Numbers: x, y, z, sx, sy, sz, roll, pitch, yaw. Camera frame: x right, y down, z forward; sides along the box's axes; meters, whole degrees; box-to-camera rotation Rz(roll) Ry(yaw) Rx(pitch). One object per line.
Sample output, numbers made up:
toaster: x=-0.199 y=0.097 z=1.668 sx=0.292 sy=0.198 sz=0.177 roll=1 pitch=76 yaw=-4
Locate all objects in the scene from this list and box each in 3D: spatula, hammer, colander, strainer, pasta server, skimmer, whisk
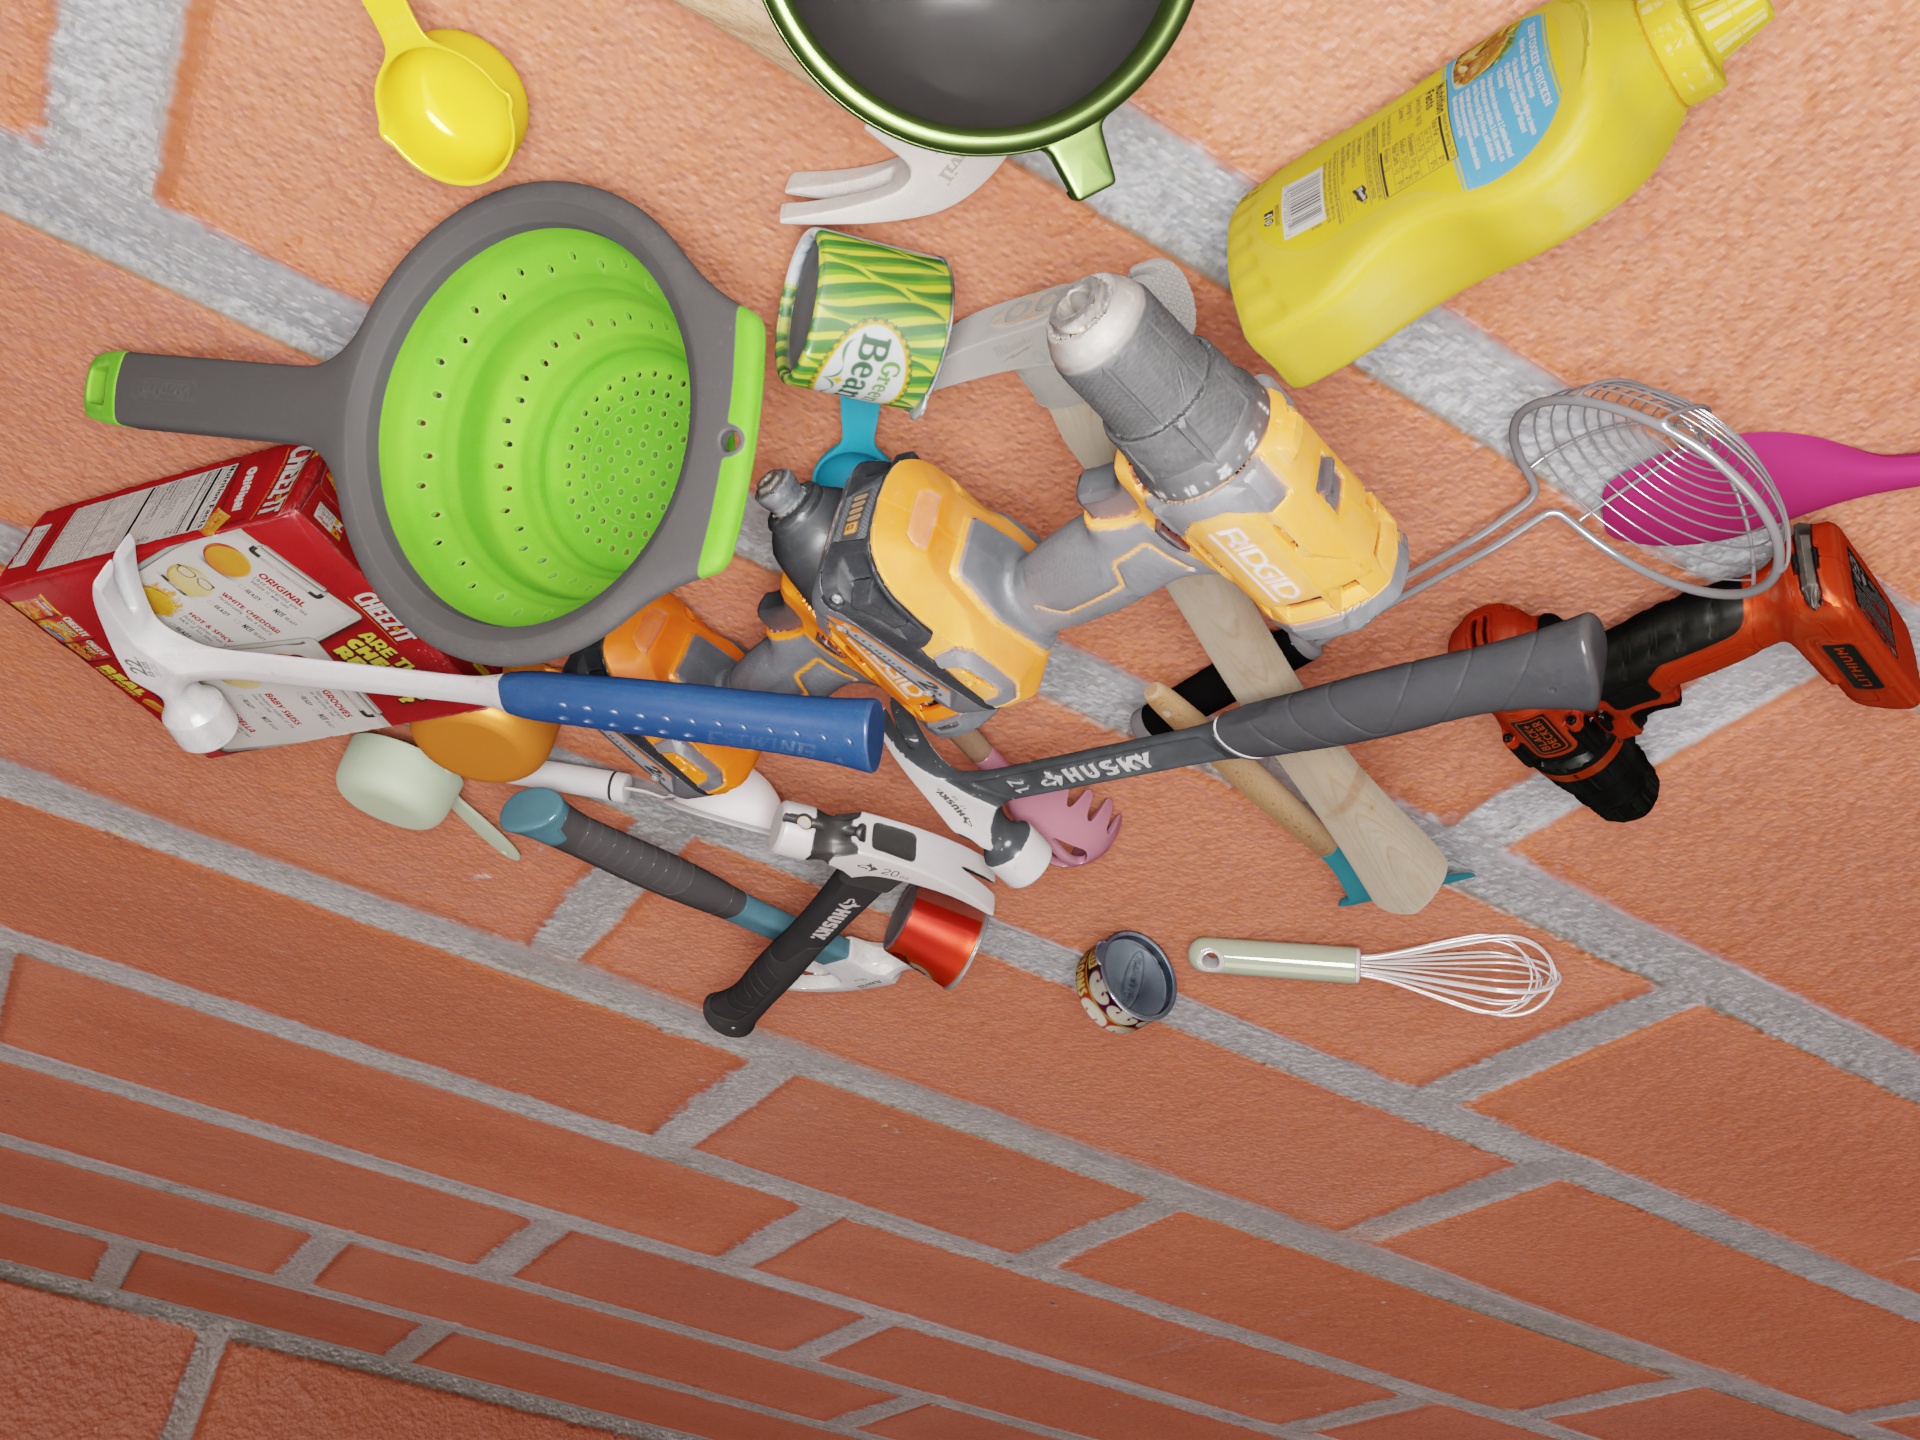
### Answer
spatula: x=0.198 y=0.052 z=0.923 sx=0.082 sy=0.044 sz=0.317 roll=-19 pitch=139 yaw=35
hammer: x=0.120 y=0.006 z=0.782 sx=0.409 sy=0.036 sz=0.149 roll=-15 pitch=128 yaw=46
hammer: x=-0.100 y=0.148 z=1.056 sx=0.146 sy=0.035 sz=0.334 roll=15 pitch=147 yaw=-19
colander: x=-0.241 y=-0.135 z=0.738 sx=0.397 sy=0.204 sz=0.094 roll=9 pitch=-179 yaw=25
strainer: x=-0.209 y=0.042 z=1.010 sx=0.258 sy=0.050 sz=0.087 roll=9 pitch=178 yaw=9
pasta server: x=-0.001 y=-0.003 z=0.925 sx=0.060 sy=0.040 sz=0.315 roll=-18 pitch=132 yaw=31
hammer: x=-0.164 y=0.120 z=1.081 sx=0.128 sy=0.033 sz=0.330 roll=-22 pitch=141 yaw=35
strainer: x=-0.049 y=-0.274 z=0.509 sx=0.256 sy=0.069 sz=0.151 roll=14 pitch=102 yaw=-12
skimmer: x=0.209 y=-0.046 z=0.768 sx=0.127 sy=0.090 sz=0.363 roll=42 pitch=135 yaw=-18
hammer: x=0.128 y=-0.037 z=0.778 sx=0.146 sy=0.038 sz=0.410 roll=-7 pitch=134 yaw=40
hammer: x=-0.126 y=-0.286 z=0.569 sx=0.331 sy=0.031 sz=0.130 roll=25 pitch=140 yaw=-21
whisk: x=0.278 y=0.166 z=1.081 sx=0.246 sy=0.059 sz=0.057 roll=2 pitch=106 yaw=15
hammer: x=-0.240 y=-0.018 z=0.801 sx=0.405 sy=0.035 sz=0.144 roll=6 pitch=143 yaw=9

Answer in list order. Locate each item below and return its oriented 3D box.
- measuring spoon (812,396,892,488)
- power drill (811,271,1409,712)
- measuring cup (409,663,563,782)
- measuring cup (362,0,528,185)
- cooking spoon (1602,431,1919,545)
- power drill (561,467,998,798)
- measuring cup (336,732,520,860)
measuring spoon: x=-0.046 y=-0.152 z=0.748 sx=0.042 sy=0.021 sz=0.128 roll=5 pitch=134 yaw=-4
power drill: x=0.040 y=-0.085 z=0.646 sx=0.226 sy=0.084 sz=0.185 roll=-12 pitch=143 yaw=41
measuring cup: x=-0.247 y=-0.004 z=0.945 sx=0.173 sy=0.052 sz=0.095 roll=-4 pitch=141 yaw=20
measuring cup: x=-0.215 y=-0.282 z=0.604 sx=0.062 sy=0.029 sz=0.156 roll=-7 pitch=129 yaw=20
cooking spoon: x=0.451 y=-0.114 z=0.693 sx=0.319 sy=0.017 sz=0.068 roll=-7 pitch=141 yaw=21
power drill: x=-0.102 y=-0.044 z=0.822 sx=0.226 sy=0.084 sz=0.164 roll=-16 pitch=131 yaw=37
measuring cup: x=-0.350 y=0.066 z=1.063 sx=0.083 sy=0.038 sz=0.167 roll=5 pitch=150 yaw=27
